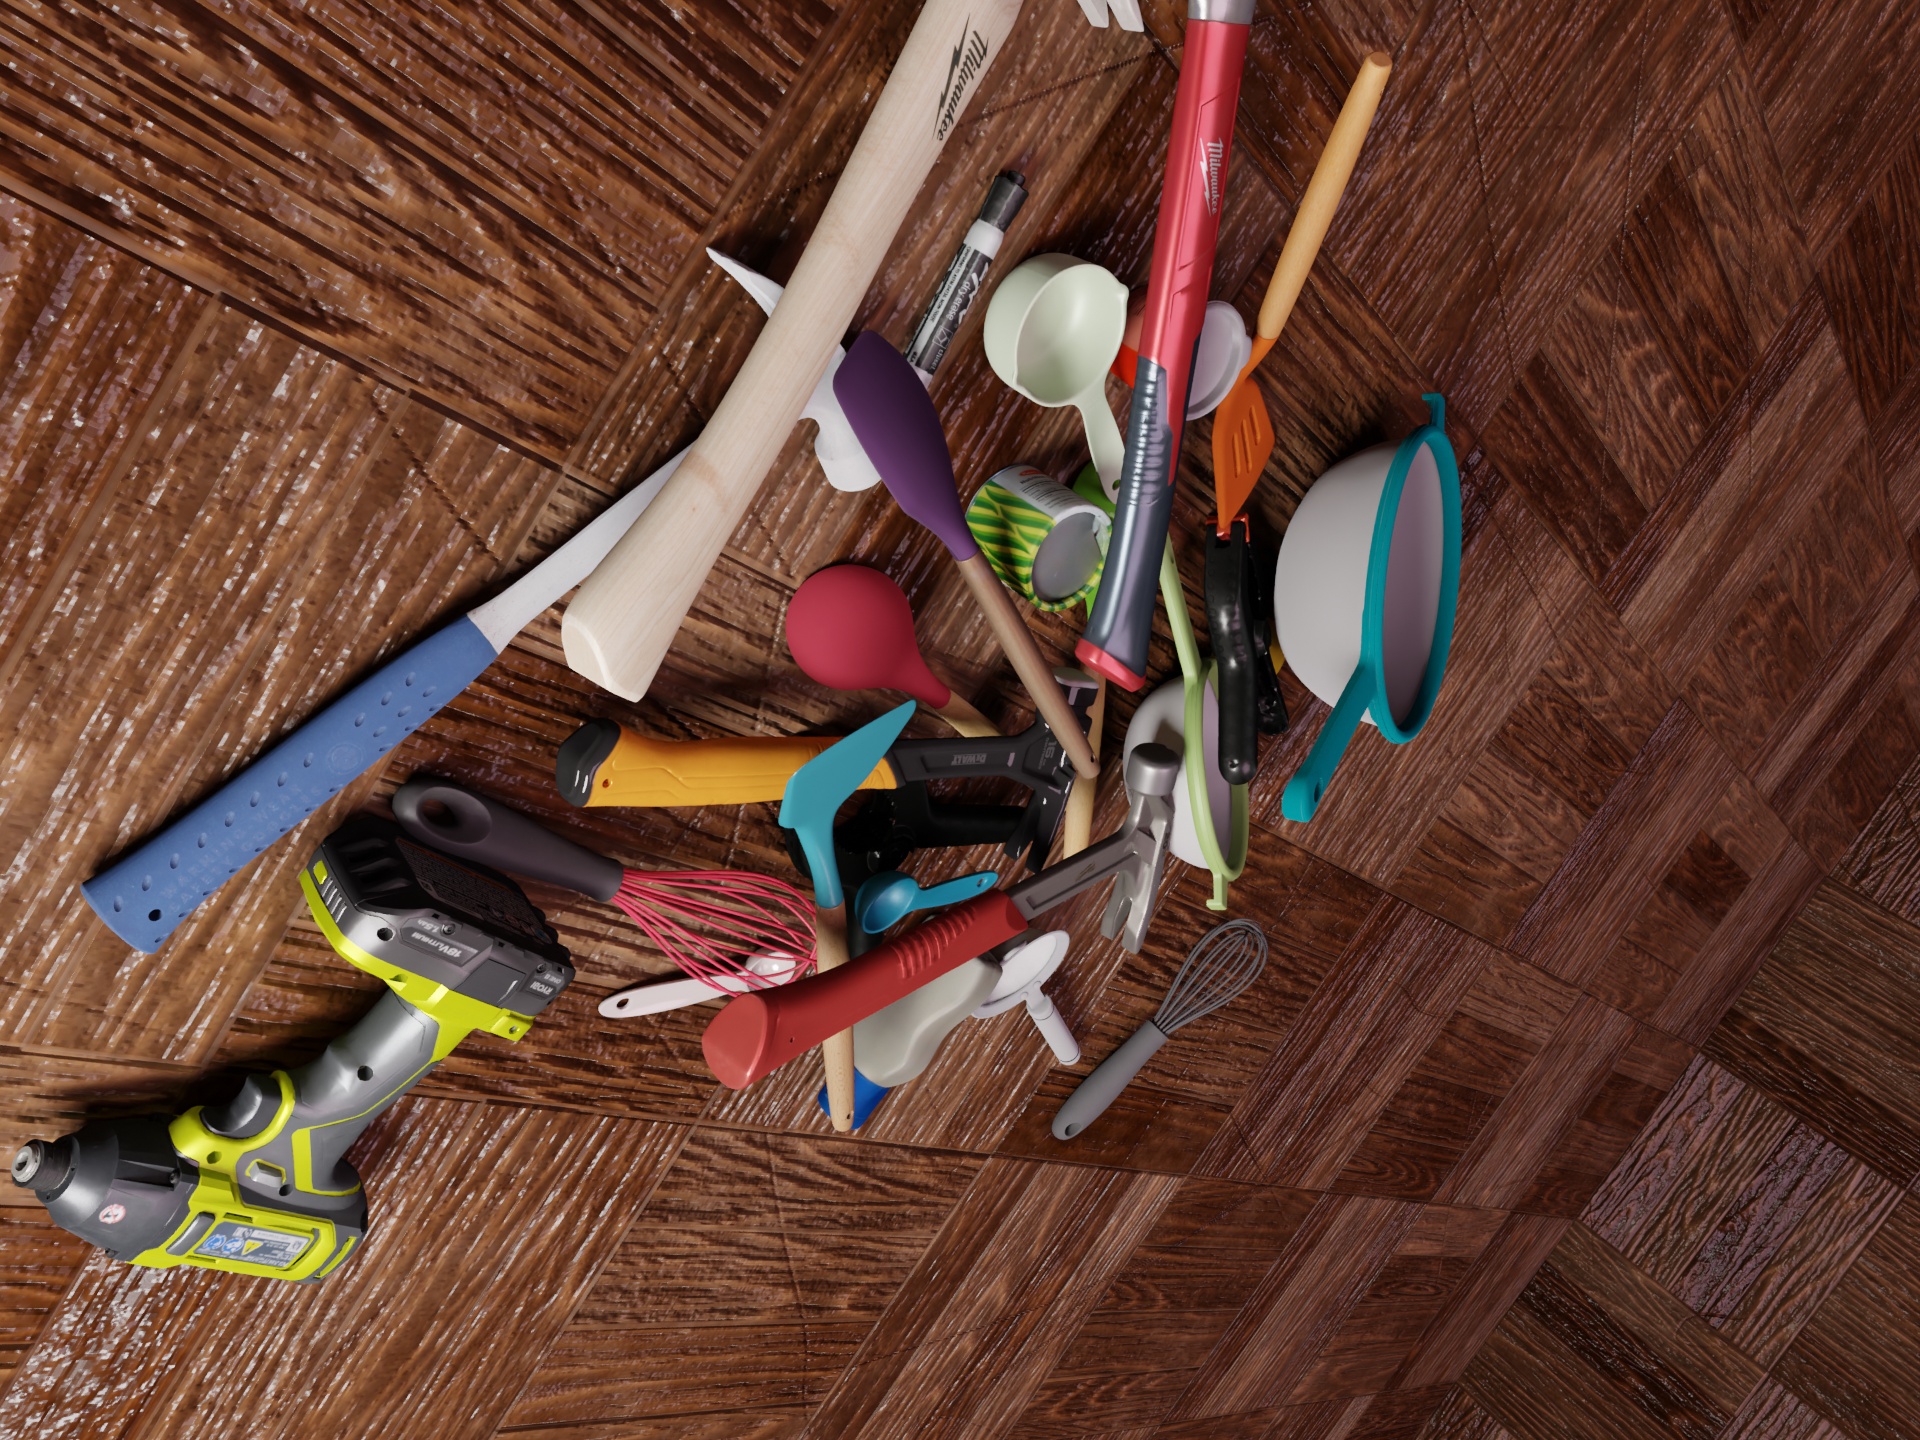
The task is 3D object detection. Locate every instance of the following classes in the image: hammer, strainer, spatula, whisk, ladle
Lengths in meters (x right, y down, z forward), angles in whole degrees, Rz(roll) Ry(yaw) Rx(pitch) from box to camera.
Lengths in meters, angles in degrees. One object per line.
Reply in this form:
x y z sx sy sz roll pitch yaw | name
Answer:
-0.050 -0.192 0.700 0.146 0.038 0.410 32 86 -53 | hammer
0.238 -0.055 1.030 0.340 0.095 0.210 -53 139 -40 | strainer
0.054 0.204 1.155 0.087 0.050 0.258 -38 145 -8 | strainer
0.132 -0.010 1.045 0.152 0.069 0.256 -62 140 -56 | strainer
0.014 -0.073 0.846 0.315 0.018 0.060 58 47 -39 | spatula
0.120 -0.199 0.824 0.143 0.038 0.386 -14 122 -36 | hammer
-0.063 0.031 0.864 0.336 0.034 0.127 0 112 -41 | hammer
0.161 0.253 1.295 0.239 0.055 0.055 -46 141 -1 | whisk
0.003 0.127 0.903 0.359 0.037 0.149 -22 130 -44 | hammer
-0.208 -0.049 0.708 0.405 0.035 0.143 -41 140 -13 | hammer
-0.171 0.089 0.837 0.295 0.073 0.073 31 95 -45 | whisk
-0.002 -0.003 0.954 0.069 0.031 0.315 -49 143 1 | ladle
0.186 -0.230 0.883 0.081 0.041 0.322 -56 170 -27 | spatula
-0.064 0.122 0.865 0.082 0.044 0.317 -32 137 -36 | spatula

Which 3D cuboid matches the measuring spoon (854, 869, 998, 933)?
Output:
-0.021 0.100 0.965 0.128 0.021 0.042 -5 130 -53 | measuring spoon

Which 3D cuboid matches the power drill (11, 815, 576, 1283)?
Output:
-0.306 0.162 0.745 0.223 0.080 0.171 -49 141 1 | power drill

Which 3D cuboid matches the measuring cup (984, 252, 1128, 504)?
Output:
0.060 -0.181 0.867 0.083 0.038 0.167 -42 142 -12 | measuring cup

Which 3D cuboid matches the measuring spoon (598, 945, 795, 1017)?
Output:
-0.155 0.153 0.936 0.124 0.018 0.034 -7 126 -33 | measuring spoon

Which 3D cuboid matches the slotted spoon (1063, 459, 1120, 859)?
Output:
0.084 -0.017 1.010 0.070 0.031 0.313 -25 132 -36 | slotted spoon

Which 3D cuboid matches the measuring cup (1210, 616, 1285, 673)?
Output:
0.211 -0.009 1.149 0.062 0.029 0.156 -31 134 -24 | measuring cup
